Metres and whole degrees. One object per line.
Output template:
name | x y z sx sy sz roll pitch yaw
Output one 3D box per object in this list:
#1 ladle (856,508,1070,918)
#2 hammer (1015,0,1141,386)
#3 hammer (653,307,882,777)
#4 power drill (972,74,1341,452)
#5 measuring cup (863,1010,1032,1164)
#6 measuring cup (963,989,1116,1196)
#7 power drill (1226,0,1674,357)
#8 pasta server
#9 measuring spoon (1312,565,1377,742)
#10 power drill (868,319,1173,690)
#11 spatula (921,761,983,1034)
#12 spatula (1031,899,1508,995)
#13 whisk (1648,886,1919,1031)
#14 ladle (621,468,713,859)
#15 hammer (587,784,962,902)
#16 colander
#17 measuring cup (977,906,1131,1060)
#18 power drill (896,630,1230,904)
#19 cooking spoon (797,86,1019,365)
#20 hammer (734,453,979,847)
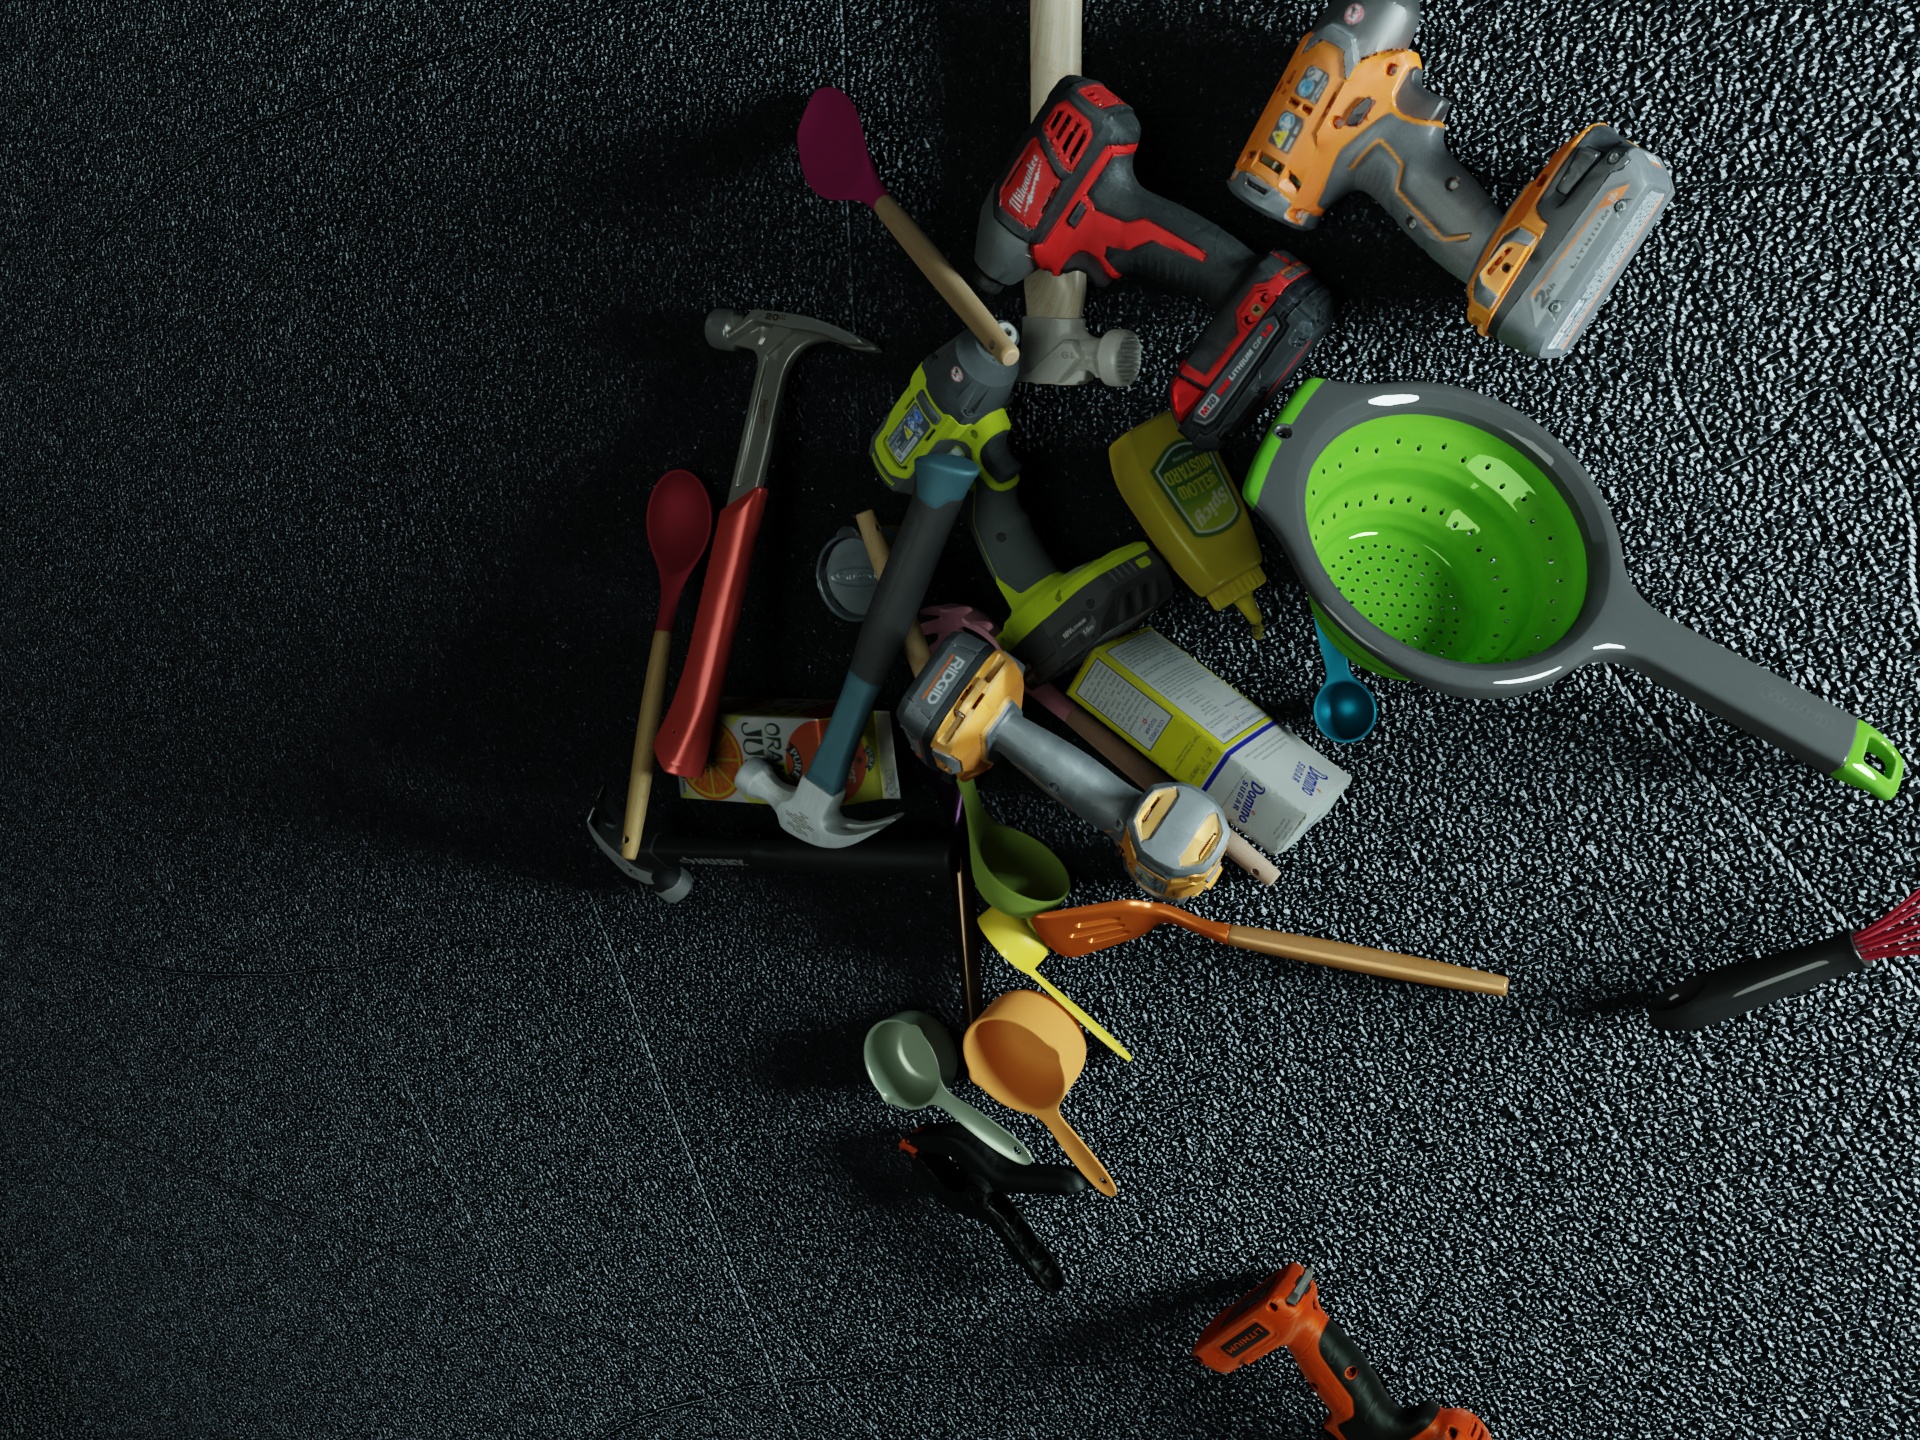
ladle | -0.002 -0.004 1.147 0.062 0.078 0.320 -16 101 30
hammer | 0.055 -0.430 1.041 0.146 0.038 0.410 10 108 31
hammer | -0.165 -0.130 1.211 0.149 0.036 0.359 17 97 29
power drill | 0.110 -0.274 0.982 0.220 0.078 0.143 42 124 6
measuring cup | -0.003 0.295 1.269 0.168 0.038 0.083 33 118 22
measuring cup | 0.076 0.282 1.214 0.095 0.052 0.173 -29 100 41
power drill | 0.279 -0.325 0.901 0.227 0.084 0.164 40 121 22
pasta server | 0.096 0.016 1.134 0.316 0.040 0.060 40 137 16
measuring spoon | 0.247 -0.050 1.037 0.042 0.021 0.128 -9 89 34
power drill | 0.038 -0.148 1.078 0.223 0.080 0.171 57 147 6
spatula | -0.001 0.115 1.234 0.060 0.018 0.316 2 103 35
spatula | 0.208 0.161 1.097 0.323 0.080 0.041 8 65 27
whisk | 0.520 0.119 0.884 0.296 0.073 0.073 -34 84 39
ladle | -0.241 -0.046 1.271 0.069 0.031 0.315 2 79 32
hammer | -0.148 0.104 1.270 0.335 0.035 0.146 -1 146 30
colander | 0.341 -0.050 0.926 0.397 0.204 0.094 30 153 5
measuring cup | 0.078 0.194 1.194 0.156 0.062 0.029 43 97 2
power drill | 0.075 0.046 1.070 0.226 0.185 0.084 33 80 13
cooking spoon | -0.040 -0.334 1.073 0.068 0.017 0.319 -58 49 32
hammer | -0.063 -0.044 1.119 0.128 0.033 0.330 35 123 17
